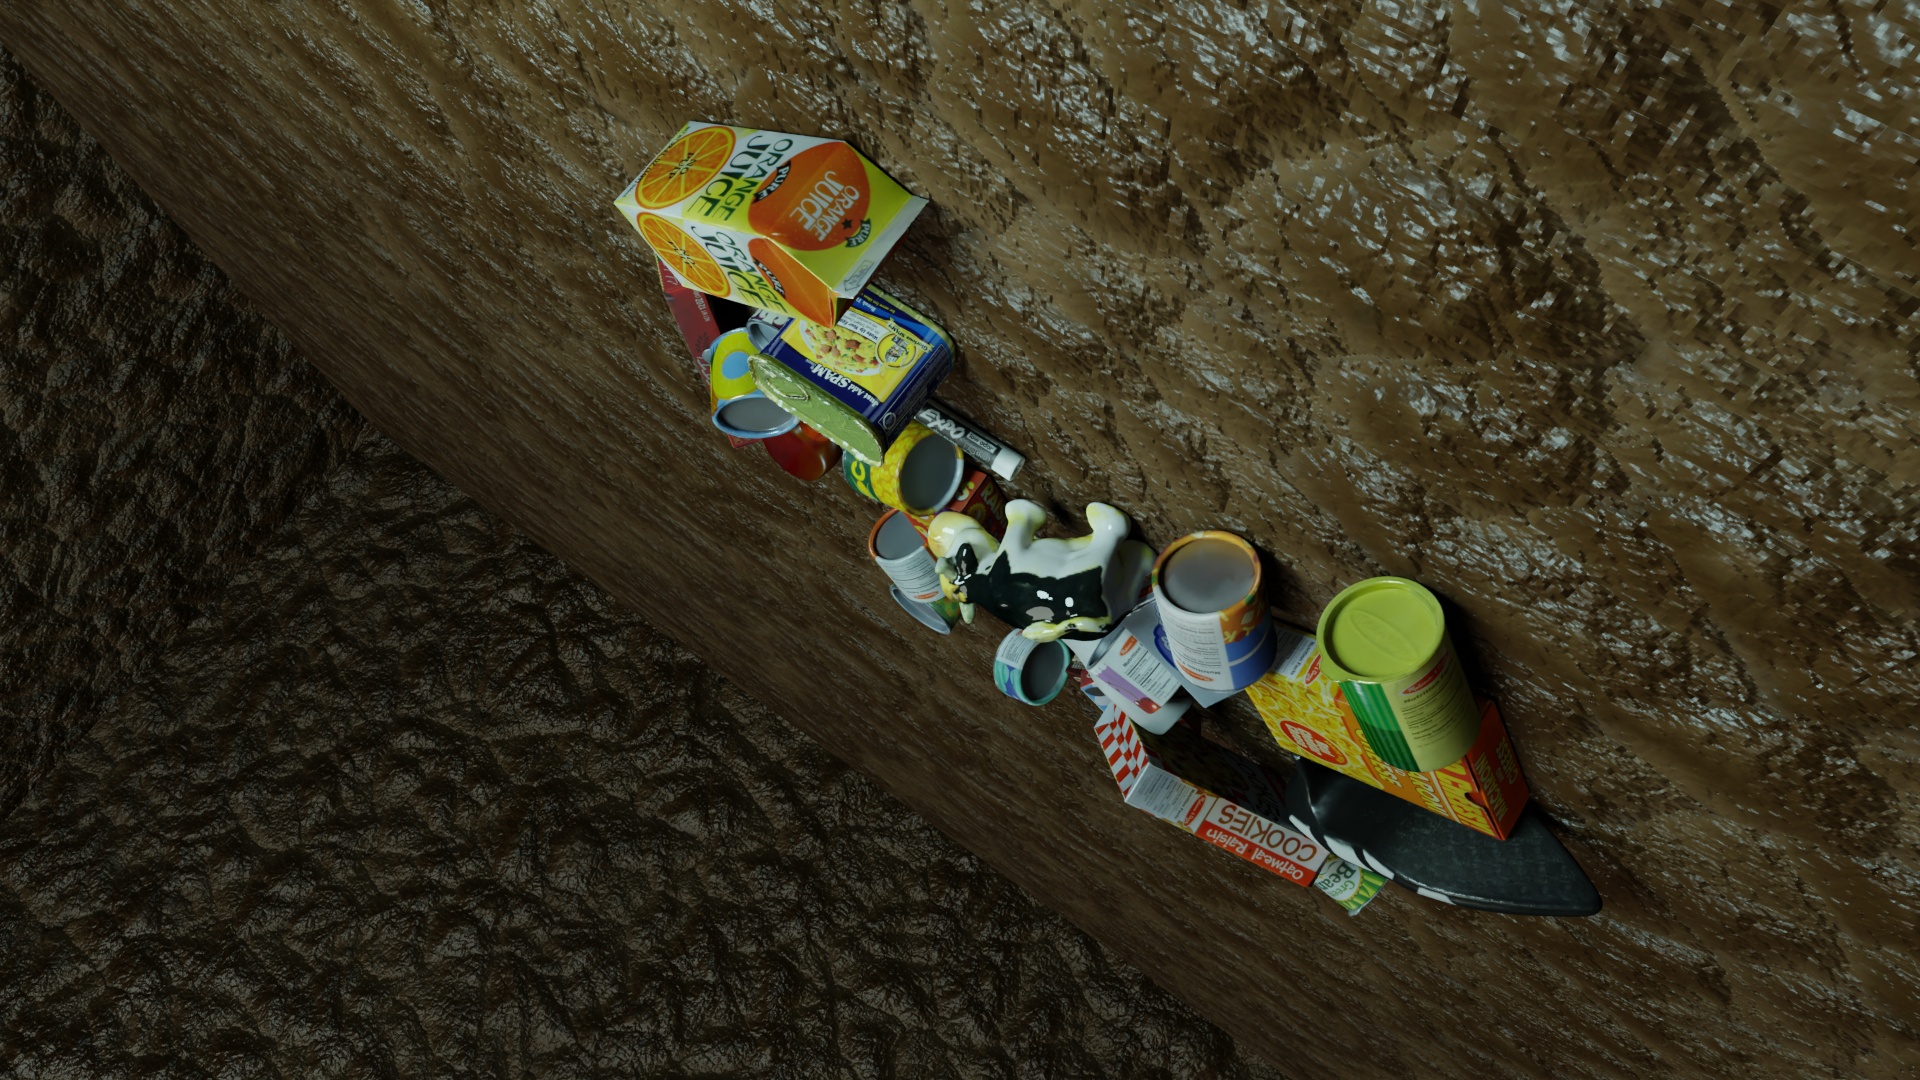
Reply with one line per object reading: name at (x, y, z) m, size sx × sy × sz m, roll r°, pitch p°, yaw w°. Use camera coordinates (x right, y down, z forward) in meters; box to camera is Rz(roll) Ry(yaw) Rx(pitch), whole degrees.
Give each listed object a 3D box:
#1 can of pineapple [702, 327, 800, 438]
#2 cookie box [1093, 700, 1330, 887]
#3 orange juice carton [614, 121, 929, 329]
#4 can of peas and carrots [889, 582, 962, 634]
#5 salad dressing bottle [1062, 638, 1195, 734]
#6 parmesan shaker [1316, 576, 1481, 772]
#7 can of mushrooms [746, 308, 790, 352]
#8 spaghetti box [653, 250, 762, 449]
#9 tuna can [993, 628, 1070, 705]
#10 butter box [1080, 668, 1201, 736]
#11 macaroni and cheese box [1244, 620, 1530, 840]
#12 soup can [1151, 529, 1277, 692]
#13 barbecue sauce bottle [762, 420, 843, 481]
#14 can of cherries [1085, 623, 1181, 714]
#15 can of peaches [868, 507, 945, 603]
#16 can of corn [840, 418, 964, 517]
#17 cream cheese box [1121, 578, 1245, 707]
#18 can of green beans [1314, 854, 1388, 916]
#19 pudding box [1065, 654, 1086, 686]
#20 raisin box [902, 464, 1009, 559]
can of pineapple at (-0.152, -0.114, 1.017) m, size 0.071 × 0.058 × 0.070 m, roll -5°, pitch 156°, yaw -2°
cookie box at (0.194, 0.194, 1.084) m, size 0.167 × 0.040 × 0.123 m, roll 27°, pitch -167°, yaw -13°
orange juice carton at (-0.101, -0.176, 0.774) m, size 0.193 × 0.072 × 0.072 m, roll 22°, pitch 158°, yaw 42°
can of peas and carrots at (-0.020, 0.038, 1.212) m, size 0.071 × 0.059 × 0.070 m, roll 34°, pitch 162°, yaw 12°
salad dressing bottle at (0.114, 0.085, 1.073) m, size 0.148 × 0.064 × 0.043 m, roll 42°, pitch 126°, yaw 7°
parmesan shaker at (0.240, 0.077, 0.763) m, size 0.071 × 0.071 × 0.102 m, roll 21°, pitch 158°, yaw 42°
can of mushrooms at (-0.115, -0.142, 0.964) m, size 0.071 × 0.033 × 0.071 m, roll 33°, pitch 164°, yaw 11°
spaghetti box at (-0.191, -0.148, 1.071) m, size 0.249 × 0.029 × 0.050 m, roll 82°, pitch 173°, yaw -67°
tuna can at (0.065, 0.112, 1.224) m, size 0.033 × 0.071 × 0.071 m, roll 18°, pitch 155°, yaw 46°
butter box at (0.149, 0.135, 1.144) m, size 0.053 × 0.024 × 0.103 m, roll -29°, pitch 121°, yaw 28°
macaroni and cheese box at (0.263, 0.118, 0.881) m, size 0.166 × 0.040 × 0.123 m, roll 21°, pitch 158°, yaw 43°
soup can at (0.157, 0.041, 0.846) m, size 0.071 × 0.071 × 0.083 m, roll 26°, pitch 155°, yaw 33°
barbecue sauce bottle at (-0.117, -0.088, 1.098) m, size 0.065 × 0.044 × 0.148 m, roll 41°, pitch 163°, yaw -7°
can of cherries at (0.134, 0.084, 1.012) m, size 0.058 × 0.072 × 0.071 m, roll 36°, pitch 163°, yaw 0°
can of peaches at (-0.035, 0.007, 1.151) m, size 0.071 × 0.071 × 0.058 m, roll 21°, pitch 157°, yaw 43°
can of corn at (-0.041, -0.056, 0.981) m, size 0.058 × 0.071 × 0.071 m, roll 23°, pitch 158°, yaw 41°
cream cheese box at (0.158, 0.067, 0.942) m, size 0.053 × 0.024 × 0.103 m, roll -31°, pitch 117°, yaw 31°
can of green beans at (0.306, 0.252, 1.110) m, size 0.058 × 0.071 × 0.071 m, roll 37°, pitch 163°, yaw 2°
pudding box at (0.135, 0.129, 1.193) m, size 0.083 × 0.030 × 0.049 m, roll 46°, pitch 160°, yaw -29°
raisin box at (0.004, -0.013, 1.060) m, size 0.086 × 0.040 × 0.123 m, roll 23°, pitch 160°, yaw 38°
